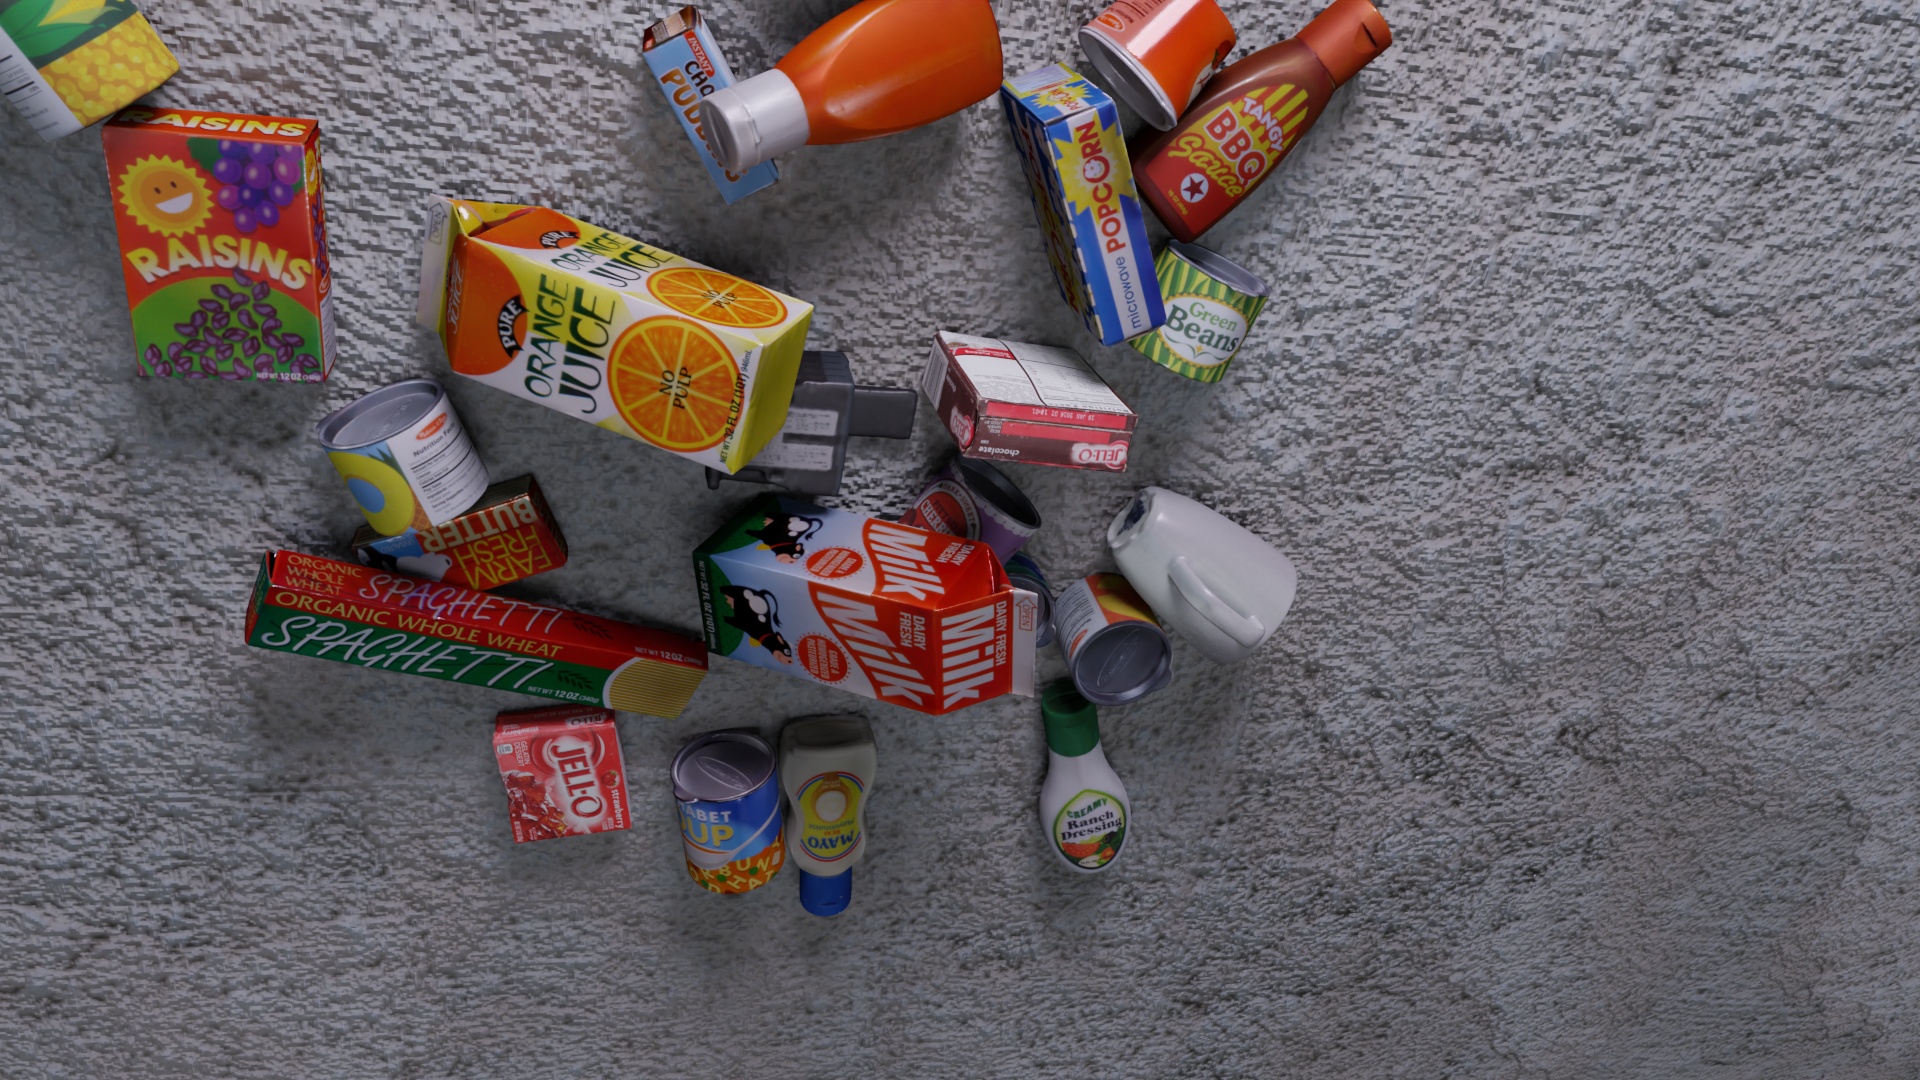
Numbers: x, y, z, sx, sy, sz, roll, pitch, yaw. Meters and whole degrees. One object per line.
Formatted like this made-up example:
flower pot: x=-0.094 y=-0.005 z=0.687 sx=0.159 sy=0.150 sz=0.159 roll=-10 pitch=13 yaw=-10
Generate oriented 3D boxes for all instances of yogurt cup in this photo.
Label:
yogurt cup: x=0.101 y=-0.250 z=0.699 sx=0.054 sy=0.072 sz=0.072 roll=-45 pitch=121 yaw=5

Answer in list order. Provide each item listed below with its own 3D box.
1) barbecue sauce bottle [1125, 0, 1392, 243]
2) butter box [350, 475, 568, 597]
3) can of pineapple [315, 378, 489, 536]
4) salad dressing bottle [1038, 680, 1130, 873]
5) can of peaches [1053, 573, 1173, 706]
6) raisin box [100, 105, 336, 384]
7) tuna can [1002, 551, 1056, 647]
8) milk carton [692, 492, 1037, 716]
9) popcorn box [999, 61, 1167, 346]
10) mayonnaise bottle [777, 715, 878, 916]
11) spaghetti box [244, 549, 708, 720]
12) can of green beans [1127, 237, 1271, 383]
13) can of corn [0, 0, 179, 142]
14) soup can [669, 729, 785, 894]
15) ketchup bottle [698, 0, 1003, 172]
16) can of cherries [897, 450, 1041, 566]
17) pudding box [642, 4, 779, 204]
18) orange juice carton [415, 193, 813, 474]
barbecue sauce bottle: x=0.158 y=-0.228 z=0.738 sx=0.148 sy=0.044 sz=0.064 roll=-39 pitch=120 yaw=10
butter box: x=-0.280 y=0.004 z=0.781 sx=0.103 sy=0.024 sz=0.053 roll=-18 pitch=125 yaw=-3
can of pineapple: x=-0.290 y=-0.044 z=0.725 sx=0.071 sy=0.071 sz=0.057 roll=-19 pitch=124 yaw=-2
salad dressing bottle: x=0.082 y=0.164 z=0.959 sx=0.064 sy=0.044 sz=0.147 roll=-14 pitch=123 yaw=-4
can of peaches: x=0.097 y=0.064 z=0.893 sx=0.071 sy=0.058 sz=0.071 roll=-7 pitch=122 yaw=-11
raisin box: x=-0.351 y=-0.140 z=0.666 sx=0.086 sy=0.040 sz=0.122 roll=1 pitch=122 yaw=-14
tuna can: x=0.026 y=0.041 z=0.876 sx=0.071 sy=0.033 sz=0.070 roll=-6 pitch=122 yaw=-10
milk carton: x=-0.046 y=0.037 z=0.773 sx=0.191 sy=0.074 sz=0.072 roll=13 pitch=125 yaw=21
popcorn box: x=0.064 y=-0.174 z=0.722 sx=0.038 sy=0.085 sz=0.126 roll=-21 pitch=123 yaw=-2
mayonnaise bottle: x=-0.089 y=0.187 z=0.931 sx=0.065 sy=0.041 sz=0.147 roll=-4 pitch=121 yaw=-14
spaghetti box: x=-0.268 y=0.057 z=0.791 sx=0.250 sy=0.029 sz=0.050 roll=15 pitch=126 yaw=-31
can of green beans: x=0.131 y=-0.129 z=0.778 sx=0.071 sy=0.071 sz=0.057 roll=16 pitch=116 yaw=-22
can of corn: x=-0.382 y=-0.215 z=0.597 sx=0.071 sy=0.071 sz=0.058 roll=-26 pitch=124 yaw=3
soup can: x=-0.150 y=0.176 z=0.892 sx=0.071 sy=0.071 sz=0.083 roll=-7 pitch=123 yaw=-10
ketchup bottle: x=-0.051 y=-0.218 z=0.659 sx=0.149 sy=0.043 sz=0.064 roll=-30 pitch=122 yaw=-23
can of cherries: x=0.003 y=-0.010 z=0.817 sx=0.071 sy=0.072 sz=0.058 roll=32 pitch=110 yaw=-28
pudding box: x=-0.120 y=-0.211 z=0.674 sx=0.030 sy=0.050 sz=0.083 roll=-26 pitch=124 yaw=4
orange juice carton: x=-0.180 y=-0.107 z=0.687 sx=0.193 sy=0.073 sz=0.071 roll=20 pitch=118 yaw=4
